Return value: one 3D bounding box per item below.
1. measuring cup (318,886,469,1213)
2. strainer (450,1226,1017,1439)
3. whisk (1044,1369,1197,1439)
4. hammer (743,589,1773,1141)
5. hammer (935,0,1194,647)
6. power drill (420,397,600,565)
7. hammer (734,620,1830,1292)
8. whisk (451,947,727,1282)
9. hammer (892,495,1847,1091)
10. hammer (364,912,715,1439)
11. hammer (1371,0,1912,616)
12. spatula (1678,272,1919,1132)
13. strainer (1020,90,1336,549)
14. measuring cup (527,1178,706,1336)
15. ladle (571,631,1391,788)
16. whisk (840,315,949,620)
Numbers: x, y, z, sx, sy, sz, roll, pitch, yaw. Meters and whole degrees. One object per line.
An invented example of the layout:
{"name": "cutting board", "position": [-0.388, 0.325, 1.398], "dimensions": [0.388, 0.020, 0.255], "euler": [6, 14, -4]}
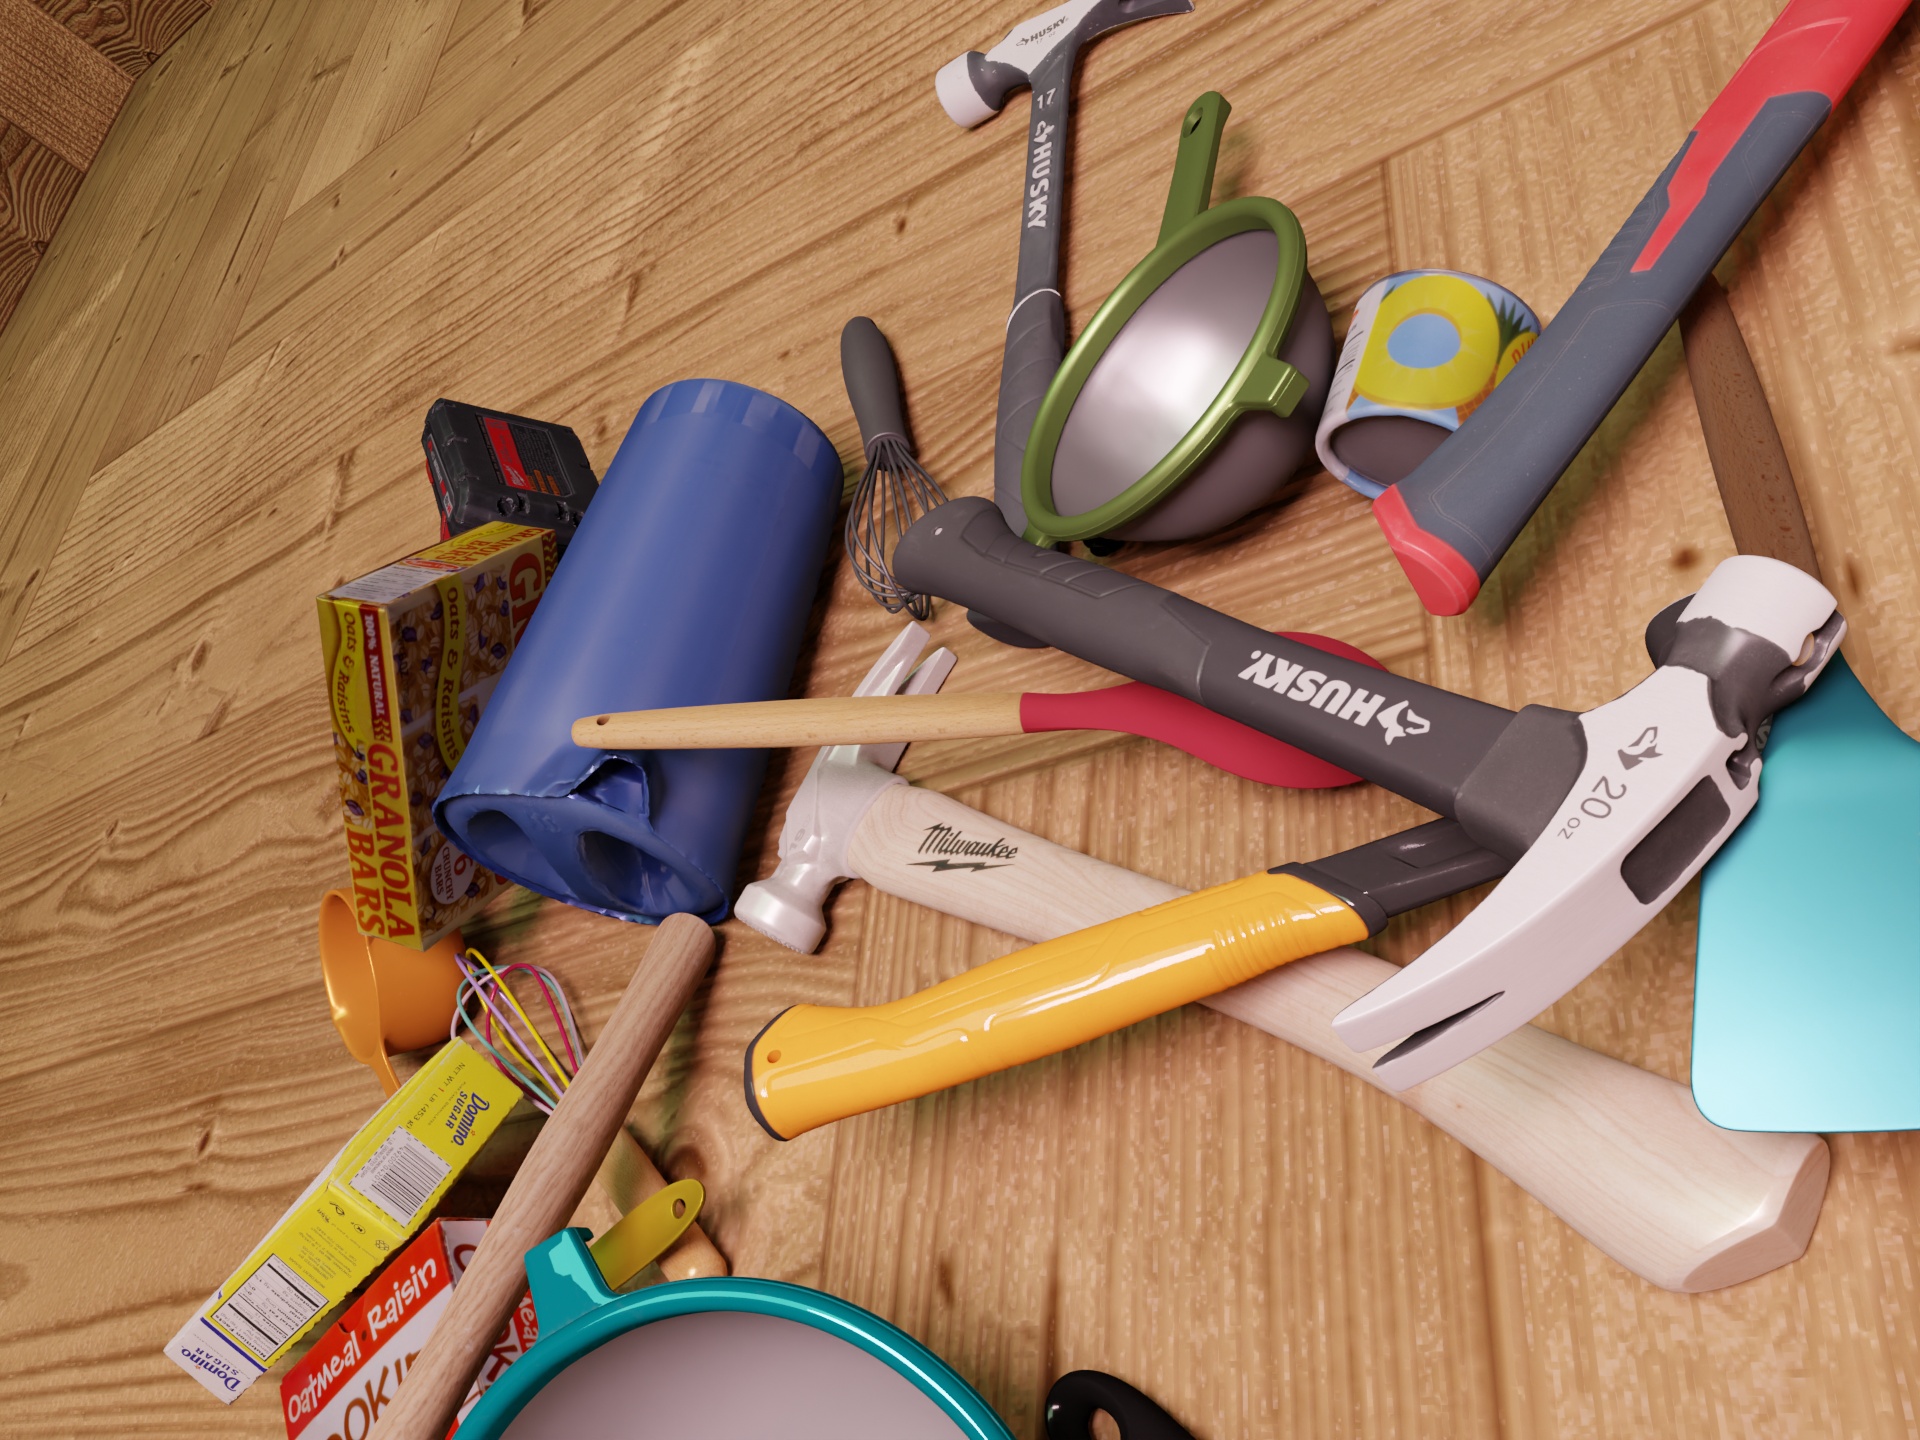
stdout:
{"name": "measuring cup", "position": [-0.262, 0.156, 0.781], "dimensions": [0.174, 0.052, 0.095], "euler": [58, 138, 23]}
{"name": "strainer", "position": [-0.067, 0.326, 0.448], "dimensions": [0.211, 0.095, 0.340], "euler": [14, 85, 20]}
{"name": "whisk", "position": [0.113, 0.235, 0.374], "dimensions": [0.296, 0.073, 0.073], "euler": [17, 76, 54]}
{"name": "hammer", "position": [0.086, 0.067, 0.465], "dimensions": [0.337, 0.034, 0.127], "euler": [-21, 40, 15]}
{"name": "hammer", "position": [0.041, -0.209, 0.760], "dimensions": [0.149, 0.036, 0.409], "euler": [-18, 52, 33]}
{"name": "power drill", "position": [-0.262, -0.034, 0.850], "dimensions": [0.226, 0.080, 0.188], "euler": [-62, 39, 28]}
{"name": "hammer", "position": [0.076, 0.066, 0.537], "dimensions": [0.411, 0.038, 0.146], "euler": [17, 74, 47]}
{"name": "whisk", "position": [-0.166, 0.170, 0.694], "dimensions": [0.245, 0.051, 0.047], "euler": [34, 109, 45]}
{"name": "hammer", "position": [0.069, -0.016, 0.483], "dimensions": [0.146, 0.035, 0.335], "euler": [-51, 35, -7]}
{"name": "hammer", "position": [-0.155, 0.183, 0.567], "dimensions": [0.331, 0.031, 0.130], "euler": [-68, -2, -57]}
{"name": "hammer", "position": [0.264, -0.185, 0.496], "dimensions": [0.386, 0.038, 0.143], "euler": [-52, 41, -10]}
{"name": "spatula", "position": [0.222, -0.036, 0.434], "dimensions": [0.082, 0.044, 0.318], "euler": [-12, 38, 25]}
{"name": "strainer", "position": [0.105, -0.163, 0.648], "dimensions": [0.151, 0.069, 0.257], "euler": [-32, 35, 45]}
{"name": "measuring cup", "position": [-0.143, 0.226, 0.624], "dimensions": [0.156, 0.029, 0.062], "euler": [-42, 53, 20]}
{"name": "ladle", "position": [-0.001, -0.002, 0.574], "dimensions": [0.315, 0.031, 0.069], "euler": [-2, 46, 19]}
{"name": "whisk", "position": [-0.038, -0.133, 0.773], "dimensions": [0.055, 0.055, 0.239], "euler": [-35, 40, 20]}
